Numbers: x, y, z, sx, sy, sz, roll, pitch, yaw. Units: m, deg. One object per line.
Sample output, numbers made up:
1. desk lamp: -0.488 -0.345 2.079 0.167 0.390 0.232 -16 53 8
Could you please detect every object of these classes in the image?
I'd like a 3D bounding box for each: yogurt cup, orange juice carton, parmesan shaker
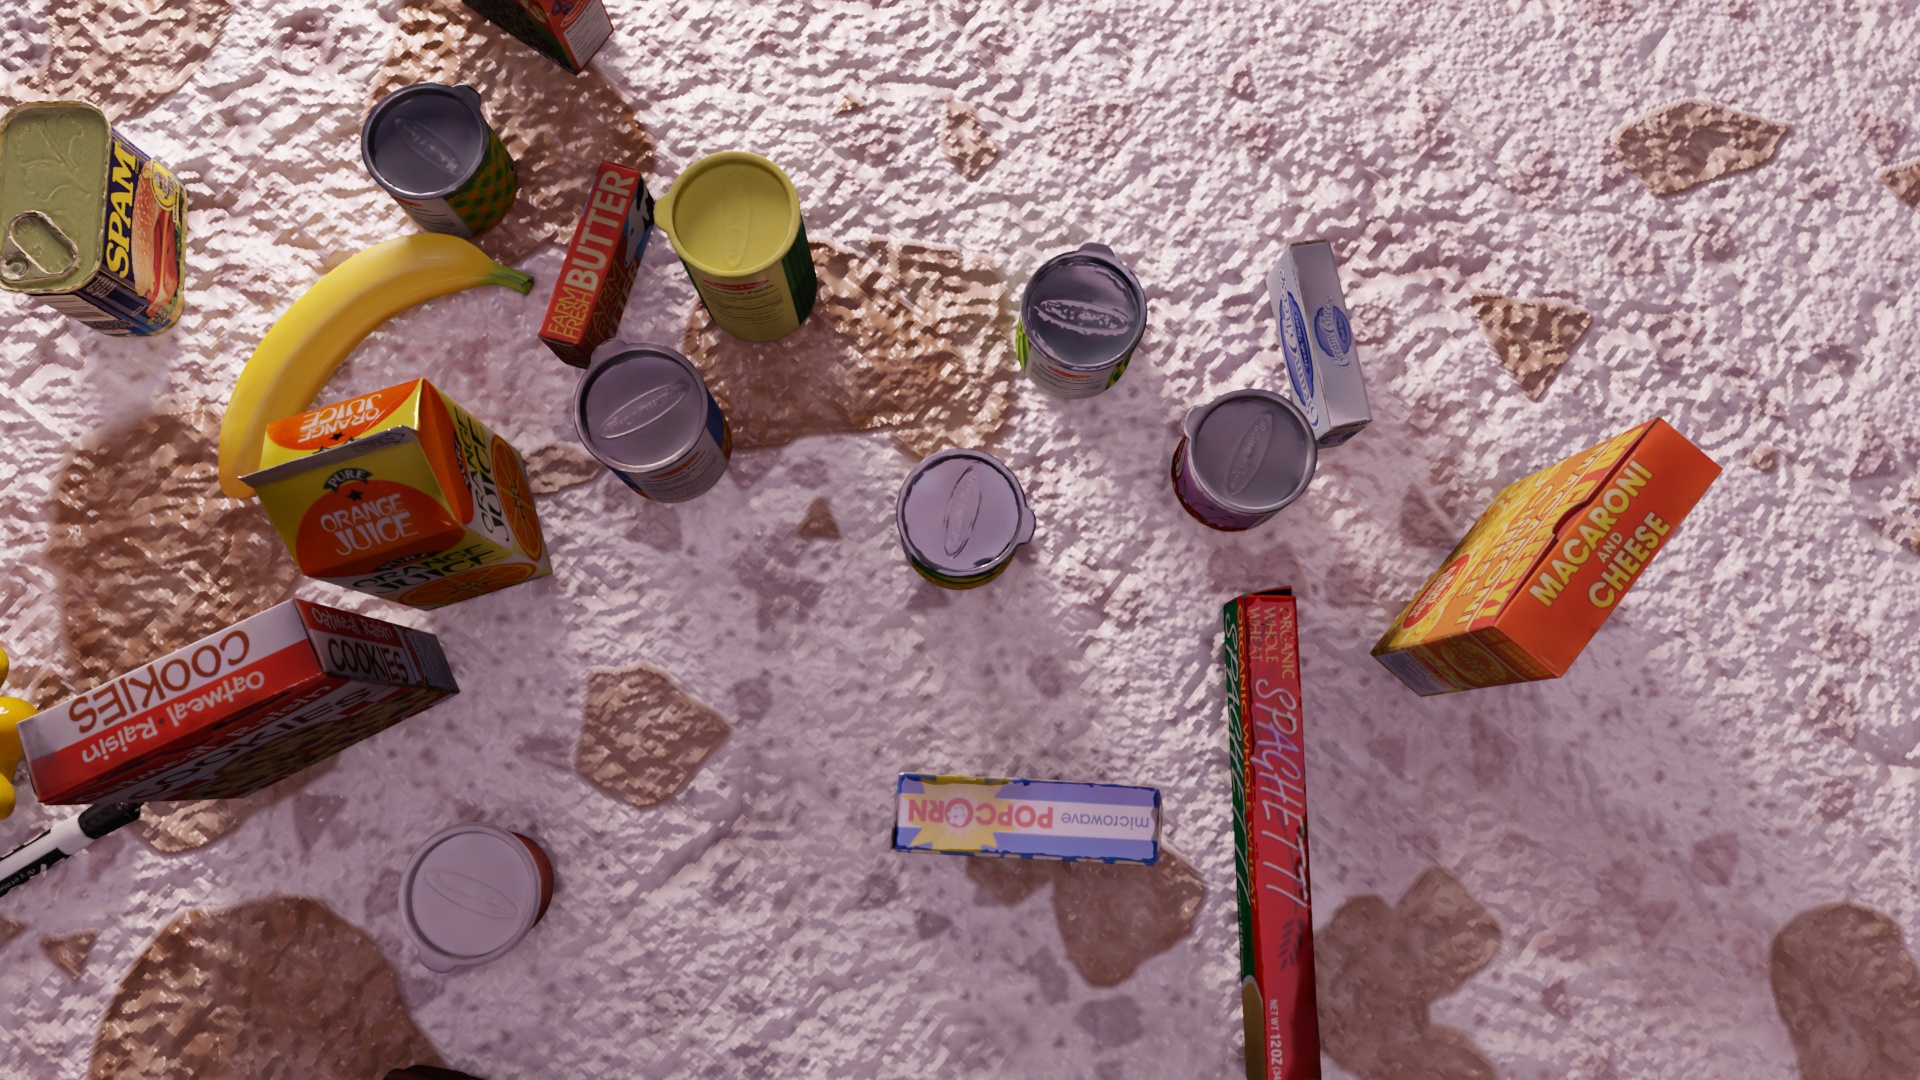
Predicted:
1. yogurt cup: -0.236 0.174 0.690 0.072 0.054 0.072 0 80 -1
2. orange juice carton: -0.260 -0.020 0.654 0.072 0.192 0.073 -17 81 -4
3. parmesan shaker: -0.114 -0.151 0.726 0.071 0.103 0.071 0 80 -1

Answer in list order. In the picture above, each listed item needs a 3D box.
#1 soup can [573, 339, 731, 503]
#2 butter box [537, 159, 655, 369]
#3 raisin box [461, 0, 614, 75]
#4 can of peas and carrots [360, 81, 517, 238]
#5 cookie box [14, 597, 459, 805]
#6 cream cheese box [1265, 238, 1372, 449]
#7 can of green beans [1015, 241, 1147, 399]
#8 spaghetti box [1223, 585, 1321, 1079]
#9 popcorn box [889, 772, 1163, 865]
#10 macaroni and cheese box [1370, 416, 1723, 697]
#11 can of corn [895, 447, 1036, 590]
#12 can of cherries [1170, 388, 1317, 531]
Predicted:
1. soup can: -0.158 -0.061 0.718 0.071 0.083 0.071 0 80 -1
2. butter box: -0.194 -0.146 0.748 0.024 0.053 0.103 16 80 2
3. raisin box: -0.242 -0.313 0.741 0.086 0.123 0.040 34 82 4
4. can of peas and carrots: -0.279 -0.207 0.754 0.071 0.058 0.071 0 80 -1
5. cookie box: -0.324 0.079 0.648 0.123 0.167 0.040 -26 82 -5
6. cream cheese box: 0.192 -0.104 0.749 0.024 0.053 0.104 -10 80 -3
7. can of green beans: 0.064 -0.114 0.746 0.071 0.057 0.071 0 80 -1
8. spaghetti box: 0.157 0.149 0.705 0.029 0.050 0.250 -1 80 -1
9. popcorn box: 0.031 0.137 0.687 0.127 0.085 0.038 3 81 -1
10. macaroni and cheese box: 0.274 0.015 0.673 0.040 0.166 0.124 41 82 5
11. can of corn: 0.003 -0.009 0.726 0.071 0.058 0.071 0 80 -1
12. can of cherries: 0.146 -0.043 0.735 0.071 0.058 0.071 0 80 -1
